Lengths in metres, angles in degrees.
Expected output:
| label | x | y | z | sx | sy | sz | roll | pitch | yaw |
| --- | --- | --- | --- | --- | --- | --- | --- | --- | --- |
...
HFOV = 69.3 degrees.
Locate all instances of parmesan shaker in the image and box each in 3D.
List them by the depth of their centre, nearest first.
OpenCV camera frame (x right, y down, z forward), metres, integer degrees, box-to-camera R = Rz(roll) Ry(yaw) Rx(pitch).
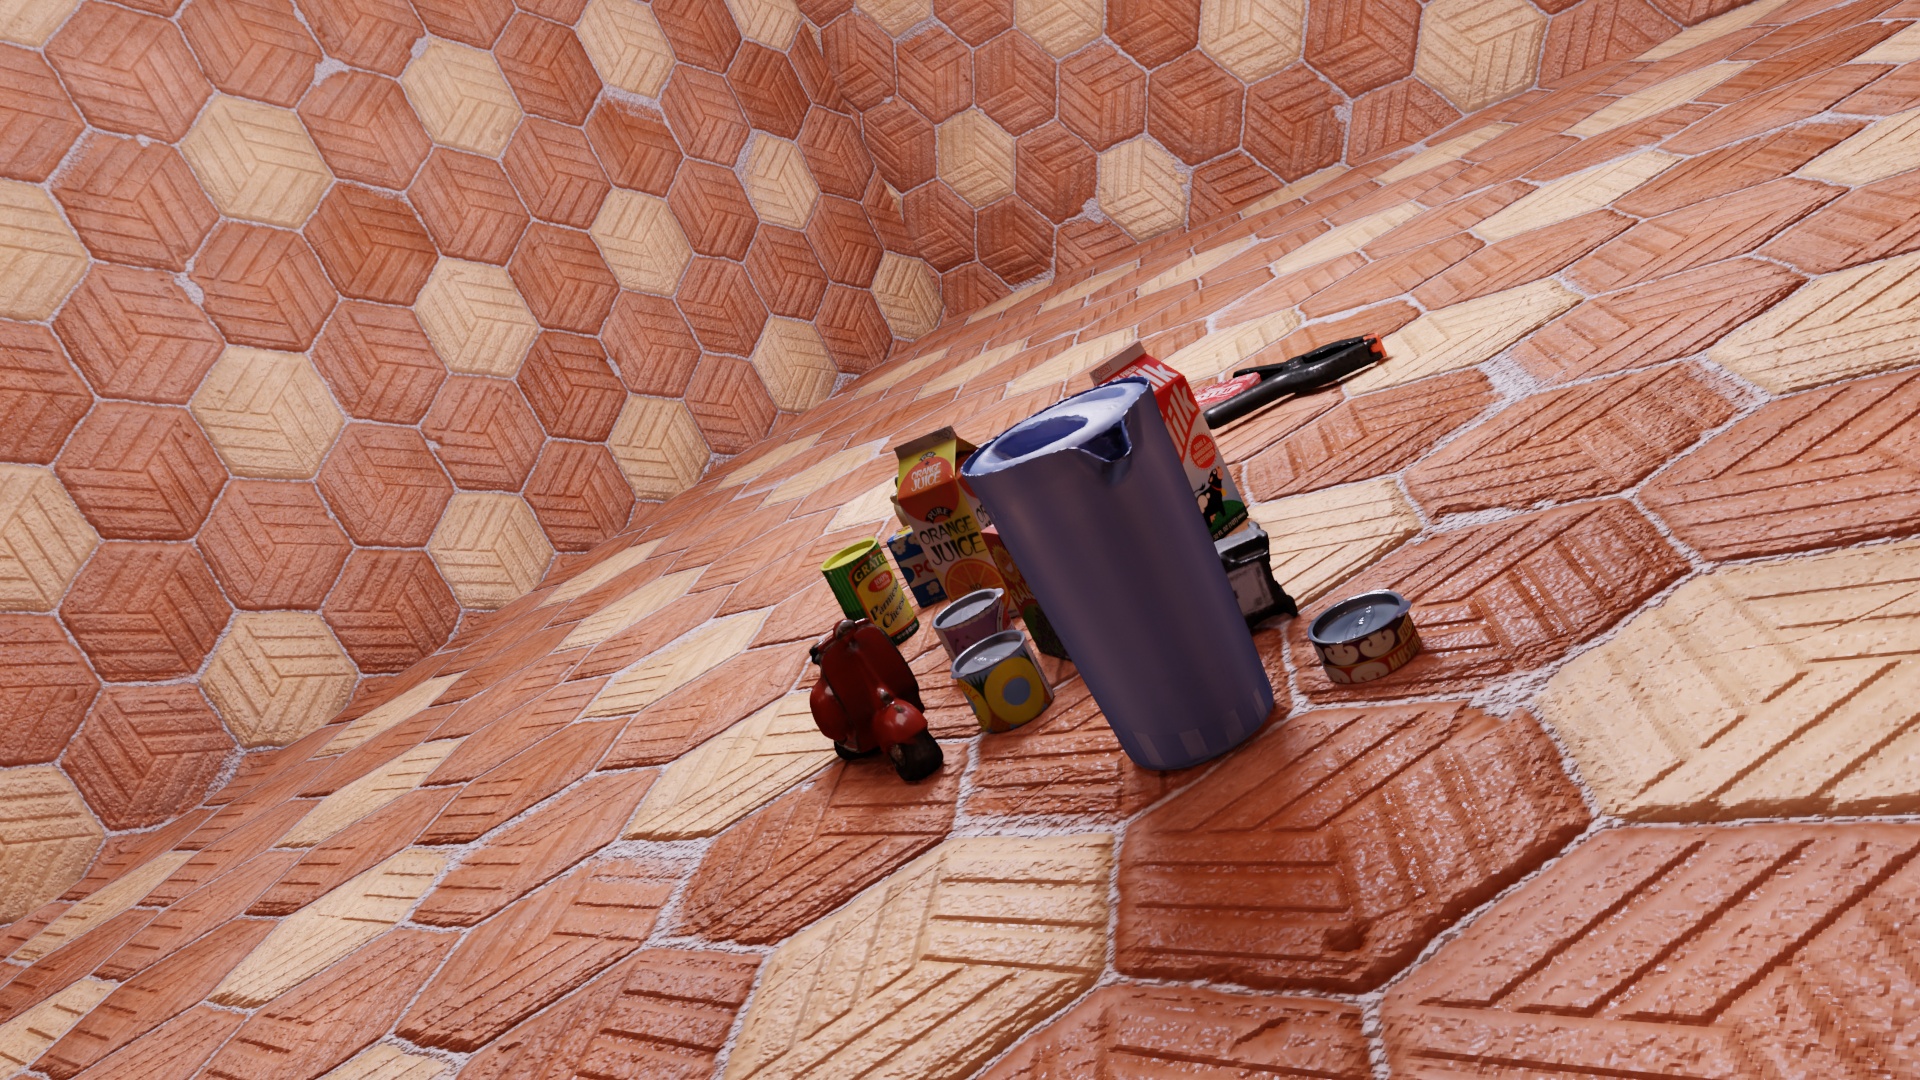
| label | x | y | z | sx | sy | sz | roll | pitch | yaw |
| --- | --- | --- | --- | --- | --- | --- | --- | --- | --- |
| parmesan shaker | -0.091 | 0.057 | 1.443 | 0.071 | 0.103 | 0.071 | -25 | 14 | 7 |

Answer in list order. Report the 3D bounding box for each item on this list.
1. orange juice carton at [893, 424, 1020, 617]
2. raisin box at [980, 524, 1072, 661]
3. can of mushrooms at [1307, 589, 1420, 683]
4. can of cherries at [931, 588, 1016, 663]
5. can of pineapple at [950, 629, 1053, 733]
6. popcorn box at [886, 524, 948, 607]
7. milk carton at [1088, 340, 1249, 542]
| label | x | y | z | sx | sy | sz | roll | pitch | yaw |
| --- | --- | --- | --- | --- | --- | --- | --- | --- | --- |
| orange juice carton | 0.005 | -0.017 | 1.348 | 0.071 | 0.192 | 0.073 | -18 | 16 | 32 |
| raisin box | 0.074 | 0.038 | 1.169 | 0.040 | 0.123 | 0.086 | -32 | 15 | -19 |
| can of mushrooms | 0.268 | 0.063 | 0.915 | 0.071 | 0.033 | 0.071 | -25 | 14 | 7 |
| can of cherries | 0.019 | 0.084 | 1.240 | 0.071 | 0.058 | 0.072 | -25 | 14 | 7 |
| can of pineapple | 0.032 | 0.113 | 1.111 | 0.071 | 0.057 | 0.071 | -25 | 14 | 7 |
| popcorn box | -0.003 | 0.010 | 1.487 | 0.126 | 0.085 | 0.038 | -22 | 15 | 20 |
| milk carton | 0.182 | -0.084 | 1.274 | 0.072 | 0.190 | 0.073 | -35 | 16 | -29 |
